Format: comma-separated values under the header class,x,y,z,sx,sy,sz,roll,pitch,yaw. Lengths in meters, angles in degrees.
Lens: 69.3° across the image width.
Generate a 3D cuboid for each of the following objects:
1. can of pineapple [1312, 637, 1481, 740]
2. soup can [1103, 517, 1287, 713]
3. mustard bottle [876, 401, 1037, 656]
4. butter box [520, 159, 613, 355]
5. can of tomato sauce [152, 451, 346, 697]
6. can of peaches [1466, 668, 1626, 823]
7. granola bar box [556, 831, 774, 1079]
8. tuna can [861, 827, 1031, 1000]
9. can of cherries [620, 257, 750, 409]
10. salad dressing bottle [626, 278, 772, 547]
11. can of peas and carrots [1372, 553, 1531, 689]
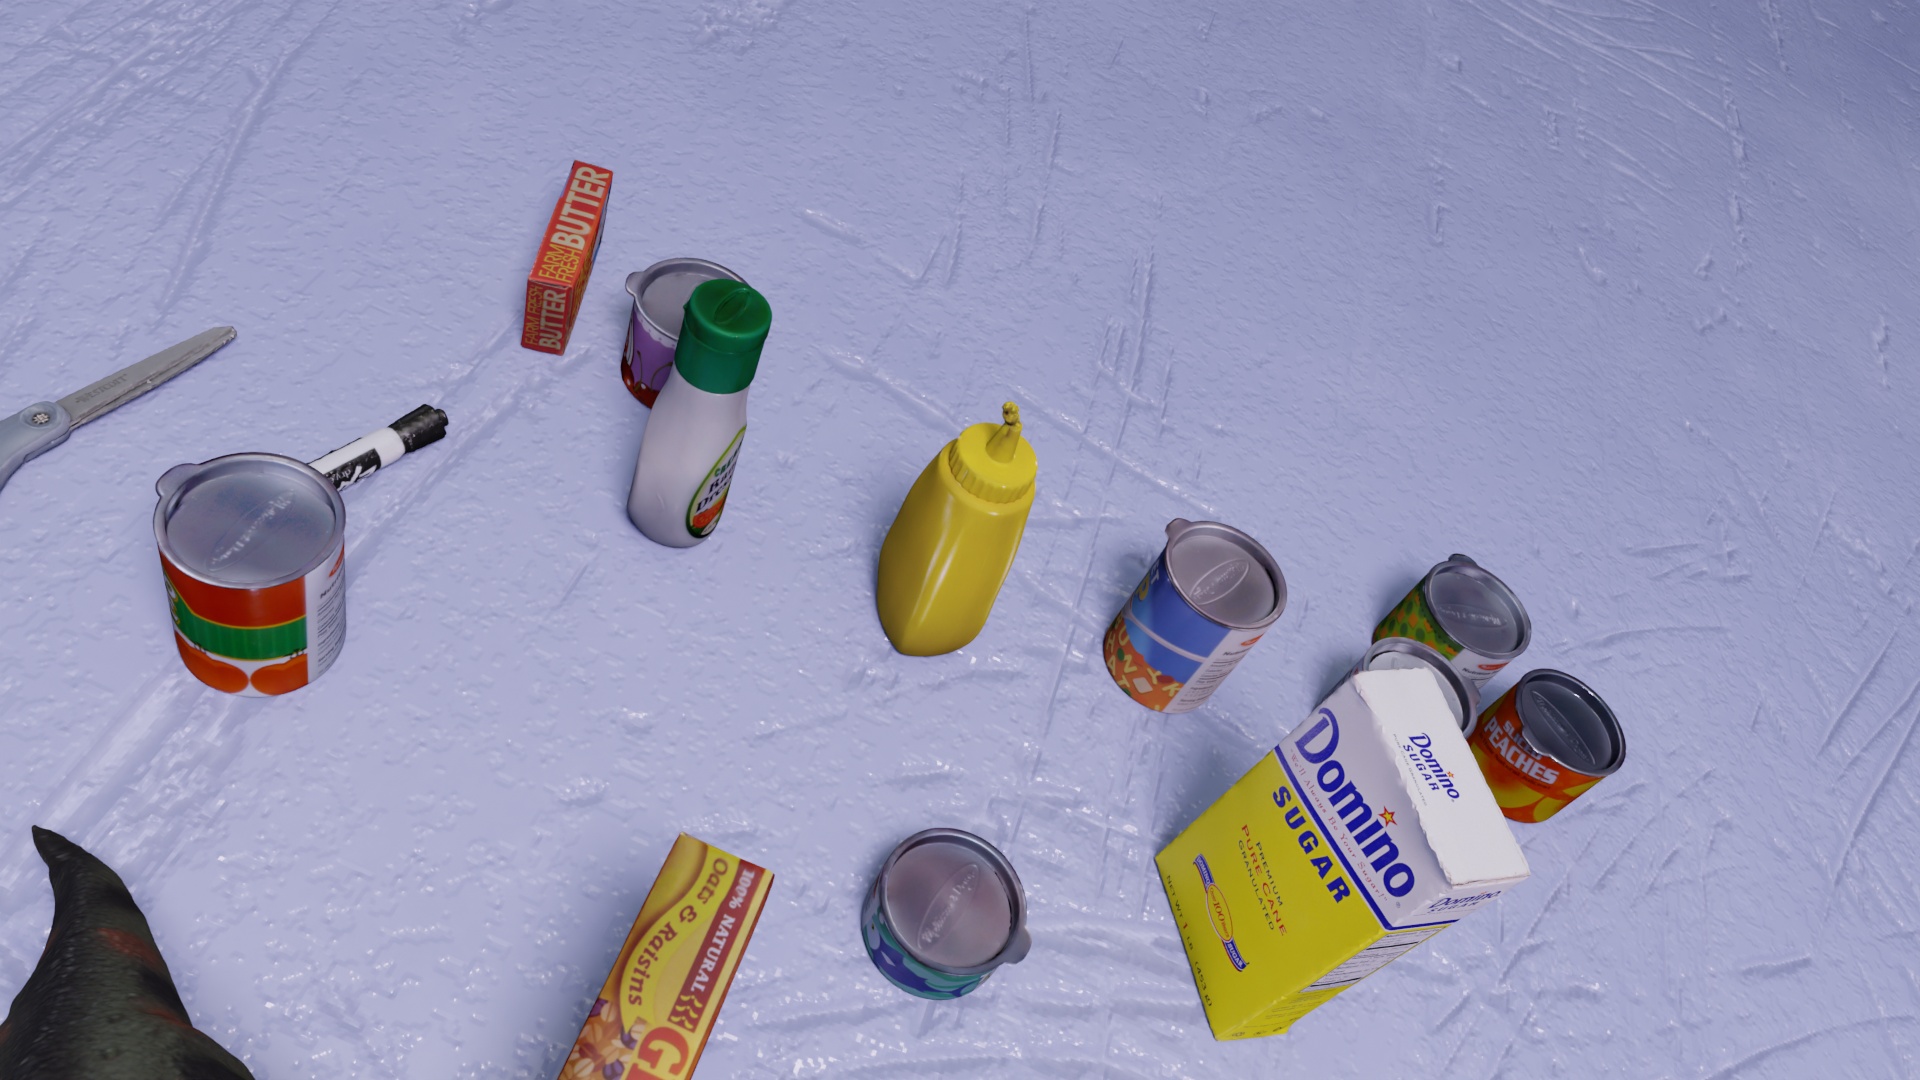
class,x,y,z,sx,sy,sz,roll,pitch,yaw
can of pineapple,0.230,0.095,0.737,0.071,0.057,0.071,12,49,-14
soup can,0.117,0.039,0.717,0.071,0.083,0.072,12,49,-14
mustard bottle,0.002,-0.008,0.655,0.049,0.159,0.065,-1,54,-24
butter box,-0.213,-0.154,0.754,0.024,0.052,0.104,14,49,-12
can of tomato sauce,-0.288,0.015,0.564,0.071,0.082,0.071,12,49,-14
can of peaches,0.313,0.113,0.757,0.071,0.057,0.071,12,49,-14
granola bar box,-0.119,0.197,0.459,0.039,0.123,0.166,24,47,-3
tuna can,-0.005,0.162,0.598,0.071,0.032,0.071,12,49,-14
can of cherries,-0.147,-0.108,0.742,0.071,0.058,0.072,12,49,-14
salad dressing bottle,-0.122,-0.057,0.650,0.044,0.146,0.064,29,47,1
can of peas and carrots,0.277,0.052,0.791,0.071,0.058,0.071,12,49,-14
